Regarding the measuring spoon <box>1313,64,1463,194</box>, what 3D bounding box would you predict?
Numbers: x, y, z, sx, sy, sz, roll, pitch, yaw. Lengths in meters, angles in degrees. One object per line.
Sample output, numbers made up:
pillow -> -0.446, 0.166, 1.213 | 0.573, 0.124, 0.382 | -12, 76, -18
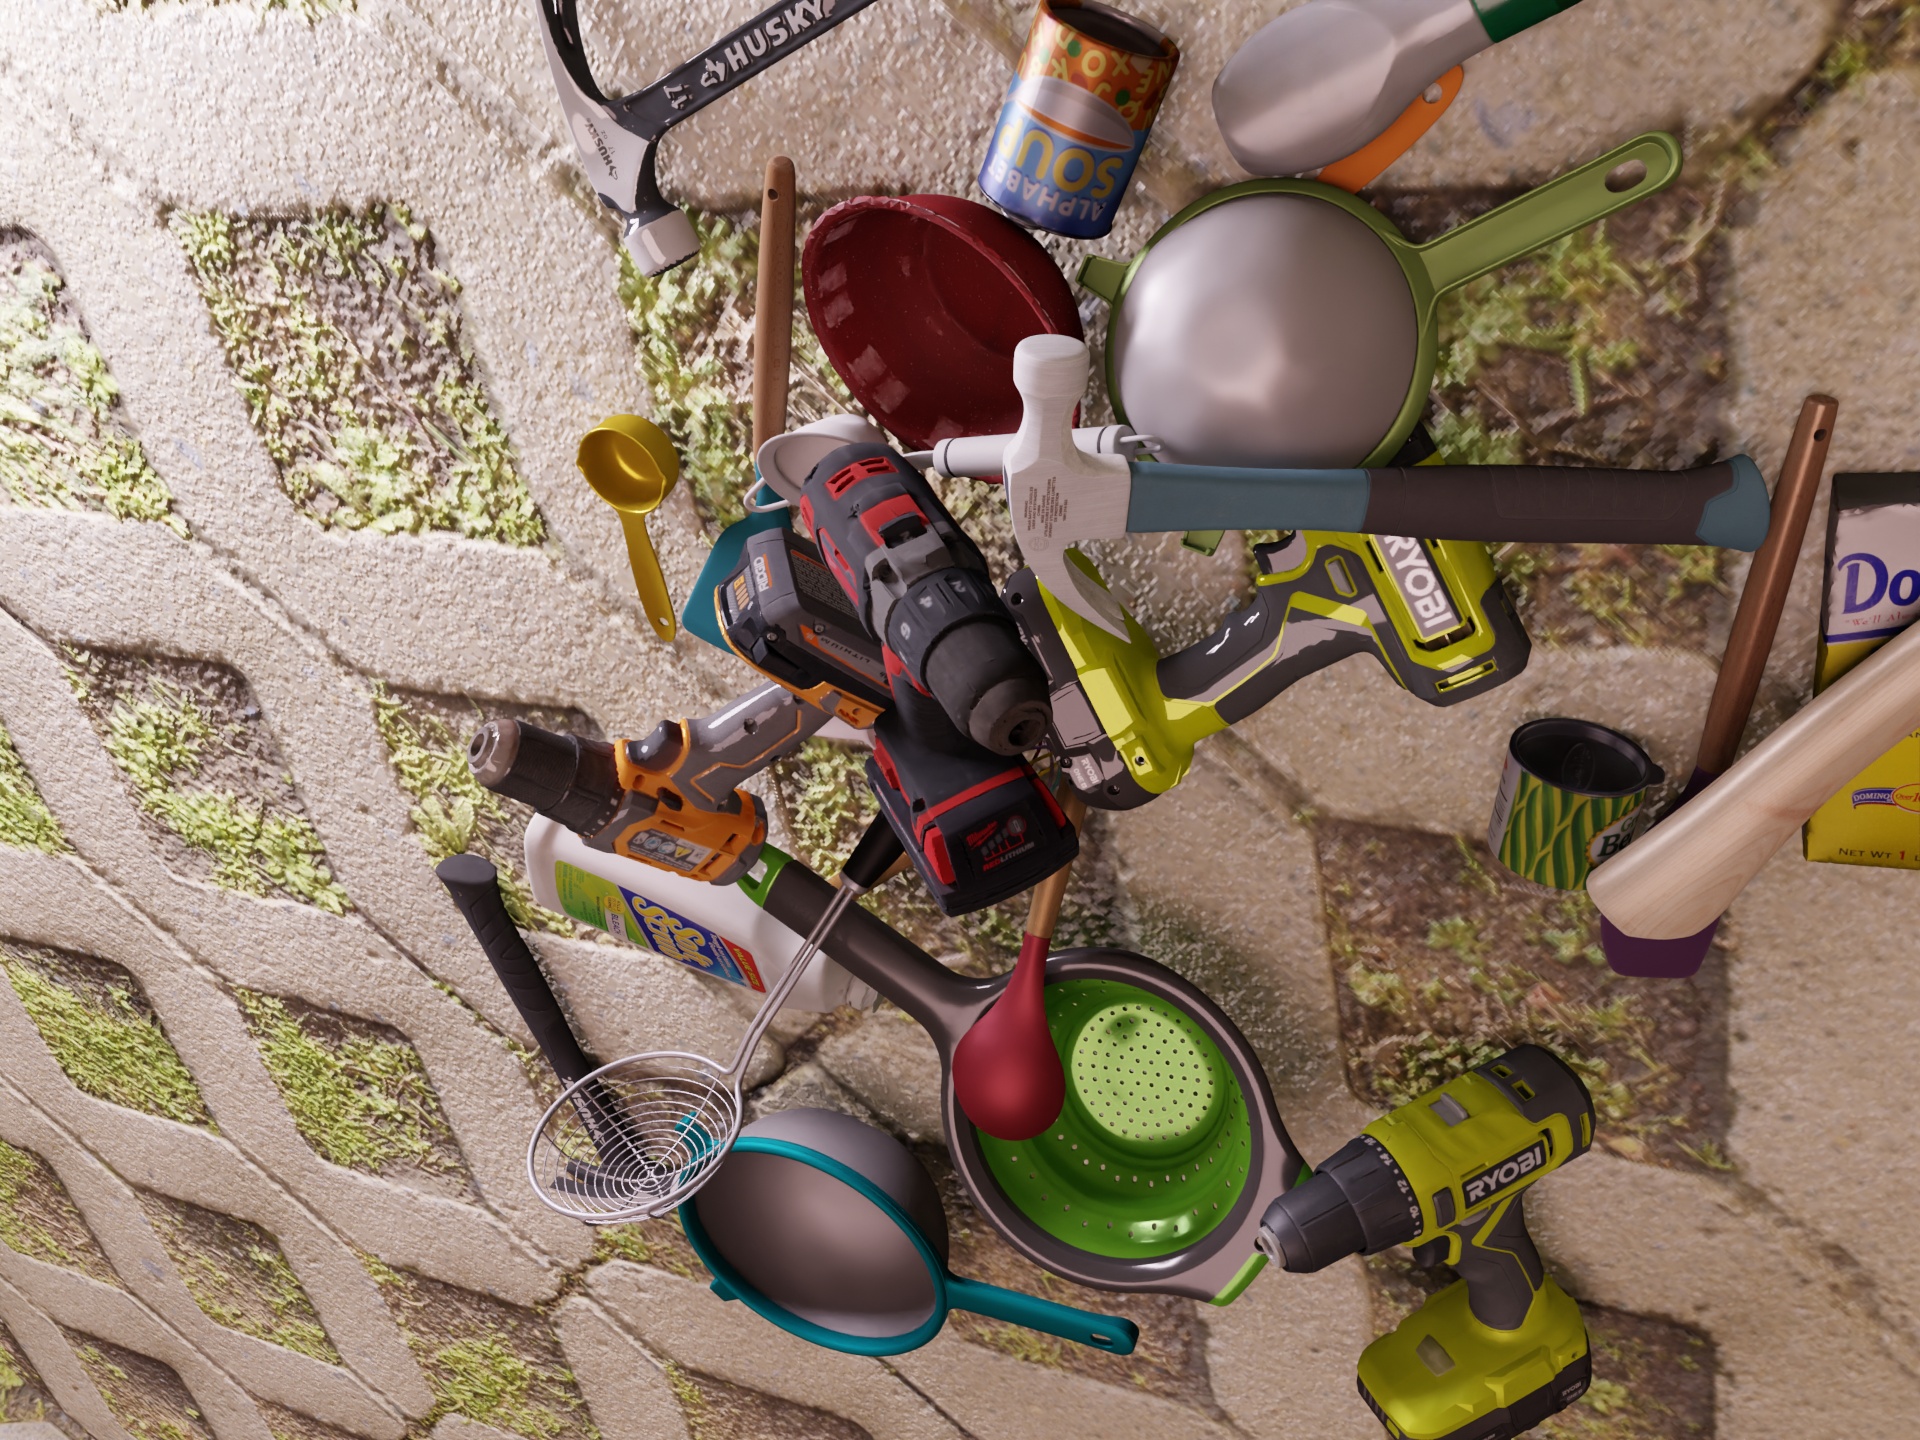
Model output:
measuring spoon -> 0.172, -0.242, 0.697 | 0.021, 0.011, 0.117 | 46, 128, -5

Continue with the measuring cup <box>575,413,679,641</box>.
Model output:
measuring cup -> -0.186, -0.114, 0.956 | 0.062, 0.029, 0.156 | 13, 136, 20

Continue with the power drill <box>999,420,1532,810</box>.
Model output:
power drill -> 0.136, -0.061, 0.774 | 0.223, 0.080, 0.171 | -25, 95, 26

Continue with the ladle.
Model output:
ladle -> 0.051, 0.095, 0.889 | 0.069, 0.031, 0.315 | 16, 102, 15

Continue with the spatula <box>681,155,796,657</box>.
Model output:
spatula -> -0.106, -0.152, 0.848 | 0.082, 0.044, 0.317 | 23, 141, 10

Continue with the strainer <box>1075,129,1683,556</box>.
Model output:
strainer -> 0.169, -0.181, 0.666 | 0.256, 0.069, 0.151 | -22, 86, 26

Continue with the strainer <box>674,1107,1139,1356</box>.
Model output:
strainer -> -0.031, 0.359, 1.120 | 0.340, 0.095, 0.210 | 9, 125, 19

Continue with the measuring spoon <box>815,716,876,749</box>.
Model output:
measuring spoon -> -0.077, -0.002, 0.974 | 0.124, 0.018, 0.034 | 11, 124, 29

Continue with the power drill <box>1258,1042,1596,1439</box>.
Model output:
power drill -> 0.268, 0.308, 0.893 | 0.080, 0.190, 0.228 | 46, 156, 59

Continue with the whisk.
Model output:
whisk -> -0.019, 0.066, 0.965 | 0.051, 0.047, 0.245 | 46, 132, -10

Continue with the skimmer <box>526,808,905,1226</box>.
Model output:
skimmer -> -0.116, 0.134, 0.920 | 0.090, 0.127, 0.363 | 30, 96, -38

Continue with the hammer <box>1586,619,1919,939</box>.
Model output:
hammer -> 0.405, -0.047, 0.628 | 0.146, 0.038, 0.410 | 40, 125, 0

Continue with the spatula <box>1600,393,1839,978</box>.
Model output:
spatula -> 0.357, 0.000, 0.747 | 0.060, 0.018, 0.315 | 3, 122, 3

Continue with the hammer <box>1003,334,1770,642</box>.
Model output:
hammer -> 0.182, -0.093, 0.670 | 0.331, 0.033, 0.128 | 0, 125, -6

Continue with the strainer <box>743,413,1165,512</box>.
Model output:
strainer -> -0.009, -0.128, 0.774 | 0.258, 0.050, 0.086 | 4, 159, 41

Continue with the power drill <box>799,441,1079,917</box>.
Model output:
power drill -> -0.001, -0.002, 0.759 | 0.188, 0.080, 0.226 | 56, 166, 40

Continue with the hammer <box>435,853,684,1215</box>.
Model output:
hammer -> -0.317, 0.248, 1.233 | 0.146, 0.035, 0.334 | -10, 114, 30

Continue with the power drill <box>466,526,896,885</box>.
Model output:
power drill -> -0.147, -0.004, 0.892 | 0.185, 0.084, 0.226 | 26, 123, -38

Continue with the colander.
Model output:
colander -> 0.033, 0.183, 0.975 | 0.397, 0.094, 0.204 | 34, 109, 15

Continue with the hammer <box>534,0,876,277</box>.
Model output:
hammer -> -0.035, -0.349, 0.723 | 0.409, 0.036, 0.149 | -17, 109, 33
